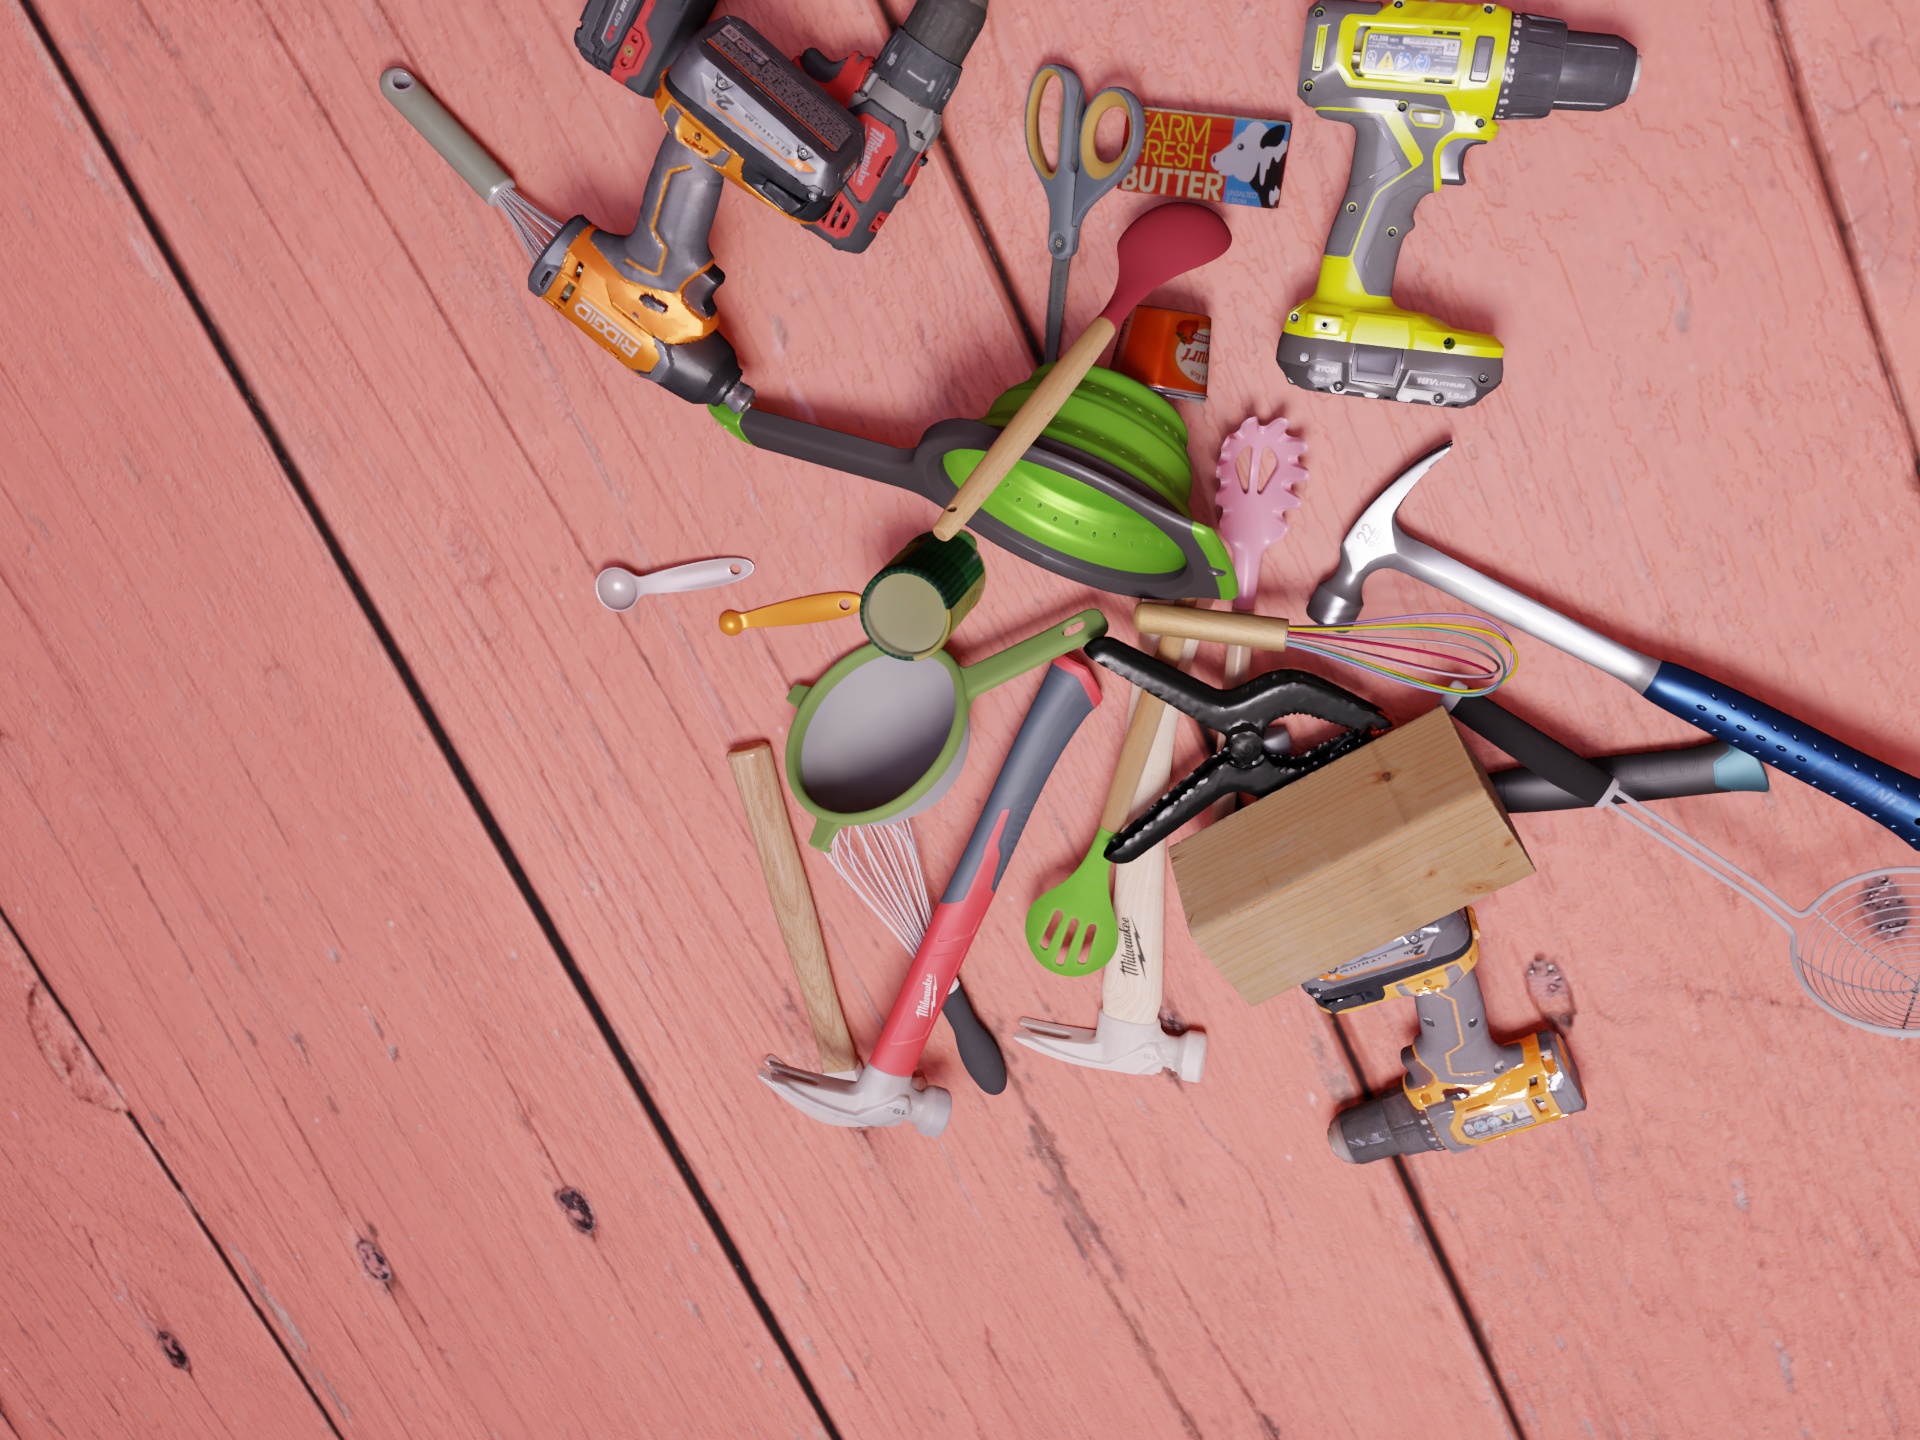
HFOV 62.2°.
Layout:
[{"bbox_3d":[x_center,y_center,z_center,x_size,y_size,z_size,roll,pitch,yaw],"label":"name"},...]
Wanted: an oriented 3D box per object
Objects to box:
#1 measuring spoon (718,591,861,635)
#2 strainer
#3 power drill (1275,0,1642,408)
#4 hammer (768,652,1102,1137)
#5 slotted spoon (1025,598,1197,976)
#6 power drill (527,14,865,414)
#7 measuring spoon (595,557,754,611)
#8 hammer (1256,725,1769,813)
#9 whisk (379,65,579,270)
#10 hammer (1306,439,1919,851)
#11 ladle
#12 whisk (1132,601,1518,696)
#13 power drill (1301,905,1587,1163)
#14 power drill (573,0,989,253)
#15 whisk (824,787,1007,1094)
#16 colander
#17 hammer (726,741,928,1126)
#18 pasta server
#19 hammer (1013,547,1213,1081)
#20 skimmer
[{"bbox_3d":[-0.126,-0.078,1.176,0.117,0.011,0.021,-8,107,16],"label":"measuring spoon"},{"bbox_3d":[-0.002,-0.004,1.133,0.256,0.152,0.069,-26,140,15],"label":"strainer"},{"bbox_3d":[0.289,-0.310,0.957,0.190,0.080,0.228,9,109,11],"label":"power drill"},{"bbox_3d":[-0.008,0.123,1.161,0.143,0.038,0.386,19,103,-18],"label":"hammer"},{"bbox_3d":[0.111,0.053,1.121,0.070,0.031,0.313,20,111,9],"label":"slotted spoon"},{"bbox_3d":[-0.157,-0.303,1.005,0.164,0.084,0.226,38,130,-13],"label":"power drill"},{"bbox_3d":[-0.212,-0.107,1.188,0.124,0.018,0.034,-8,108,9],"label":"measuring spoon"},{"bbox_3d":[0.371,0.048,1.089,0.331,0.033,0.128,-8,107,16],"label":"hammer"},{"bbox_3d":[-0.313,-0.360,1.104,0.246,0.059,0.058,46,69,-1],"label":"whisk"},{"bbox_3d":[0.436,-0.037,1.019,0.405,0.035,0.144,29,113,9],"label":"hammer"},{"bbox_3d":[0.072,-0.217,0.941,0.069,0.315,0.031,21,150,28],"label":"ladle"},{"bbox_3d":[0.233,-0.049,1.030,0.245,0.047,0.051,8,71,13],"label":"whisk"},{"bbox_3d":[0.315,0.223,1.129,0.185,0.084,0.226,-25,116,22],"label":"power drill"},{"bbox_3d":[-0.107,-0.433,1.010,0.226,0.080,0.188,34,114,-3],"label":"power drill"},{"bbox_3d":[-0.028,0.173,1.224,0.070,0.070,0.284,-19,109,19],"label":"whisk"},{"bbox_3d":[0.010,-0.189,1.054,0.397,0.204,0.094,19,78,24],"label":"colander"},{"bbox_3d":[-0.126,0.174,1.257,0.130,0.031,0.331,-10,106,16],"label":"hammer"},{"bbox_3d":[0.191,-0.049,1.084,0.060,0.040,0.316,3,106,1],"label":"pasta server"},{"bbox_3d":[0.124,0.072,1.158,0.146,0.038,0.410,7,111,12],"label":"hammer"},{"bbox_3d":[0.472,0.068,0.997,0.363,0.127,0.090,35,156,12],"label":"skimmer"}]
